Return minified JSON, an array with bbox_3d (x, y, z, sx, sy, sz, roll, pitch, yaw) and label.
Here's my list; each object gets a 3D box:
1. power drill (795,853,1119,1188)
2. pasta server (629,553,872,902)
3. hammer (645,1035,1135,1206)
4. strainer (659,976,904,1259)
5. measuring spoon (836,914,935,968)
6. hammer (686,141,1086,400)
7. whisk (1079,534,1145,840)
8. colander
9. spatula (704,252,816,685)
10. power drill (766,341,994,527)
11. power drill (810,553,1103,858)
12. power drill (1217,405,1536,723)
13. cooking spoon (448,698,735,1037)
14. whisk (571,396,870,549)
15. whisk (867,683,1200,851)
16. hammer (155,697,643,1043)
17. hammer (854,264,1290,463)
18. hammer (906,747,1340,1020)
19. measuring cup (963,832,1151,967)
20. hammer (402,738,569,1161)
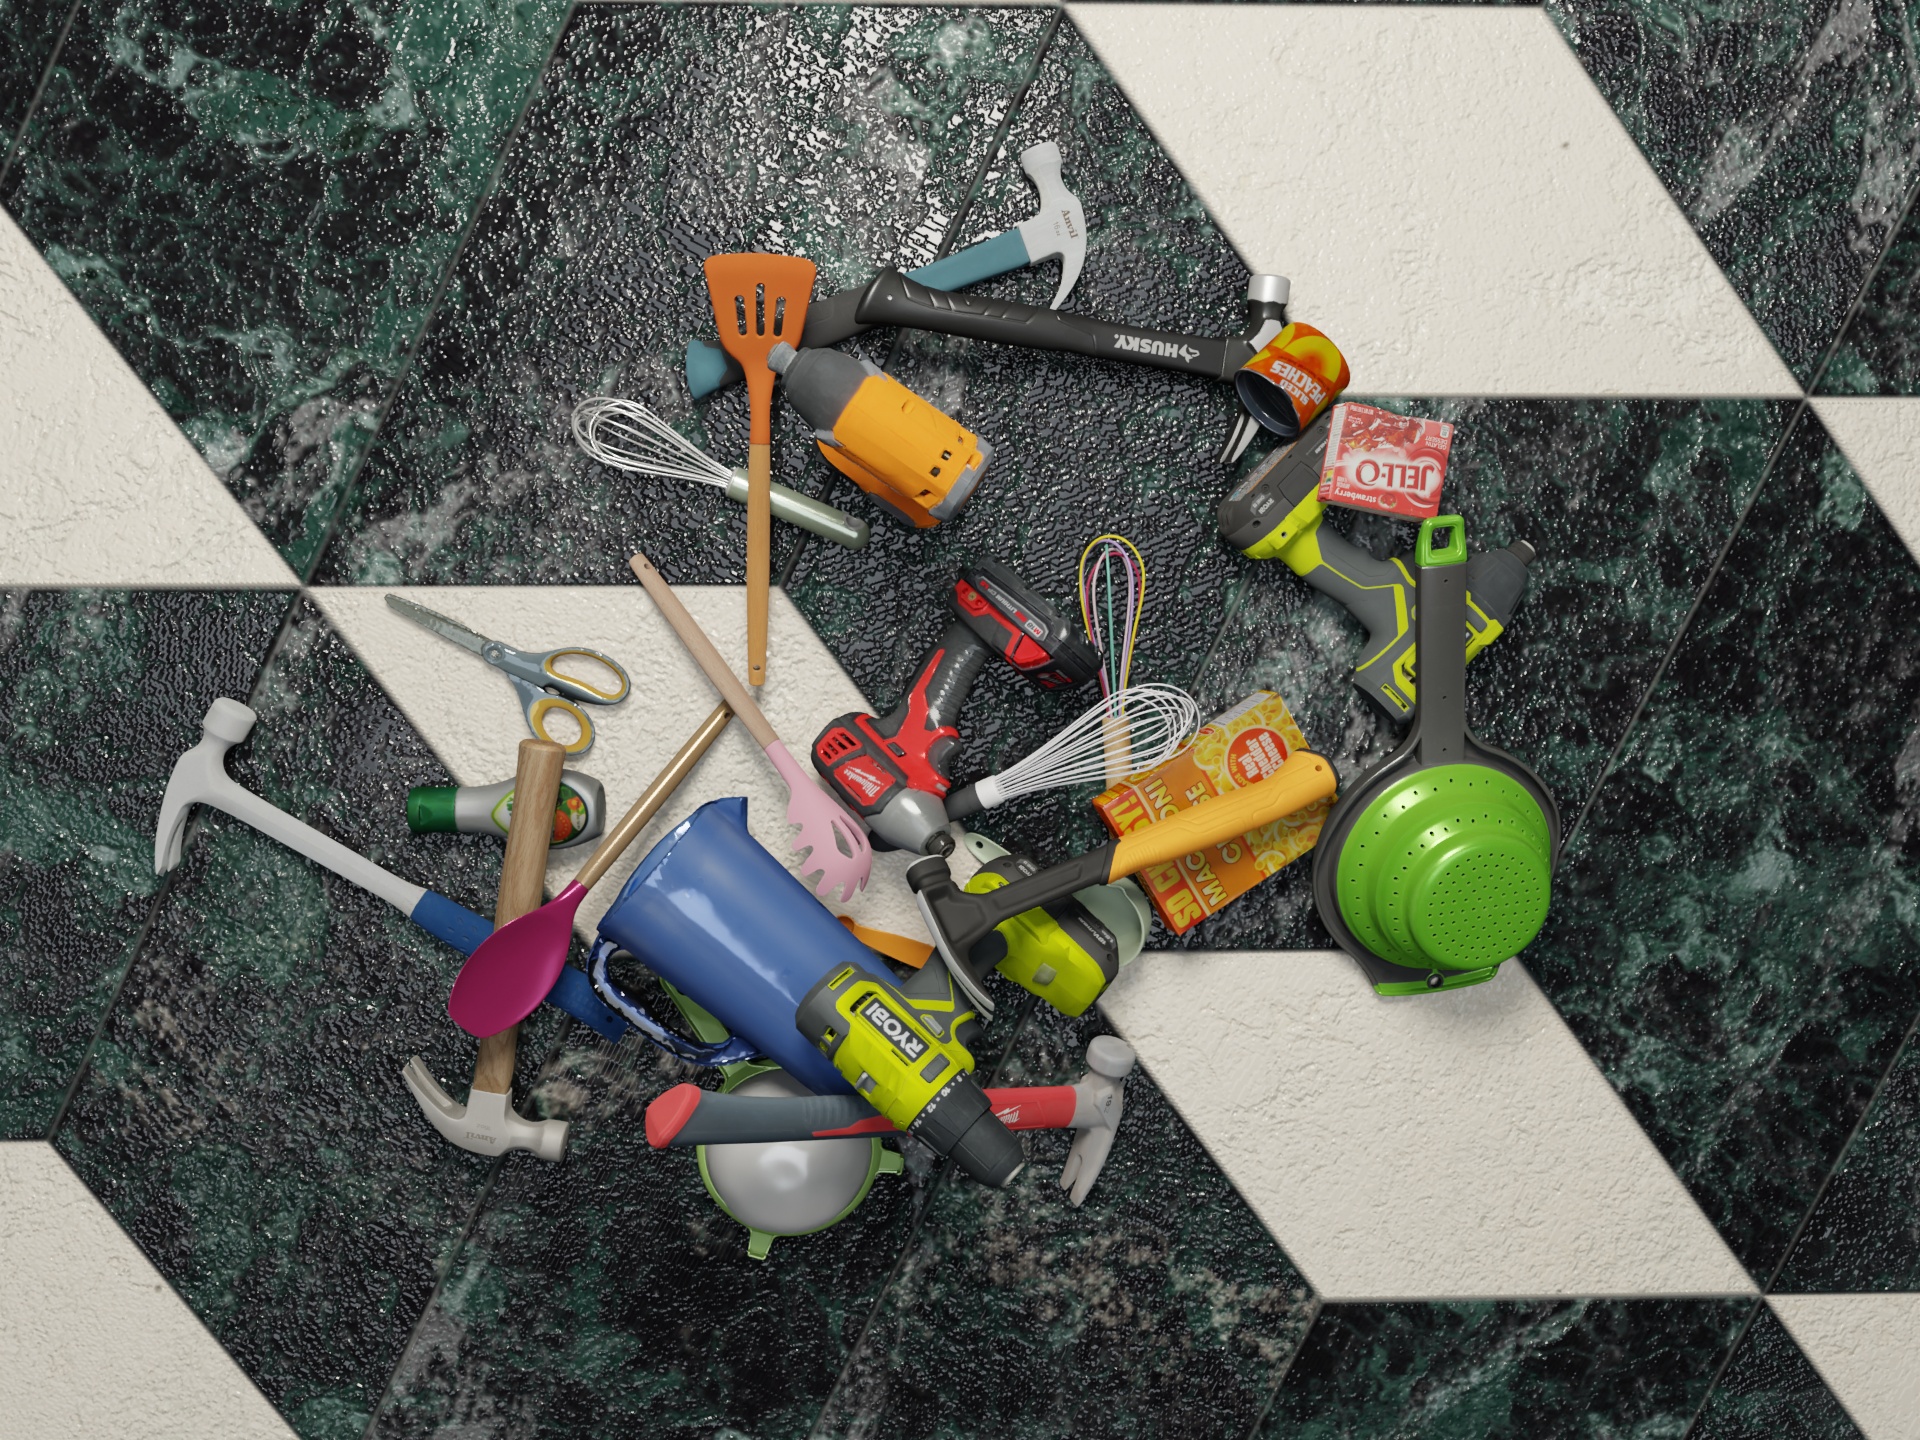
[{"bbox_3d":[0.016,0.218,1.175,0.191,0.228,0.080,41,137,13],"label":"power drill"},{"bbox_3d":[-0.166,0.001,1.234,0.316,0.060,0.040,53,133,7],"label":"pasta server"},{"bbox_3d":[-0.049,0.309,1.194,0.386,0.038,0.143,5,110,-29],"label":"hammer"},{"bbox_3d":[-0.167,0.306,1.265,0.151,0.069,0.256,-32,97,2],"label":"strainer"},{"bbox_3d":[-0.049,0.183,1.288,0.117,0.011,0.021,21,93,-7],"label":"measuring spoon"},{"bbox_3d":[-0.059,-0.326,1.227,0.331,0.033,0.128,-21,95,1],"label":"hammer"},{"bbox_3d":[0.125,-0.024,1.256,0.047,0.051,0.245,-5,99,-7],"label":"whisk"},{"bbox_3d":[0.375,0.048,1.197,0.204,0.095,0.397,-7,109,-5],"label":"colander"},{"bbox_3d":[-0.152,-0.183,1.196,0.081,0.041,0.322,1,103,-7],"label":"spatula"},{"bbox_3d":[-0.060,-0.207,1.140,0.164,0.226,0.084,34,94,-4],"label":"power drill"},{"bbox_3d":[-0.002,-0.004,1.213,0.219,0.078,0.143,-48,60,4],"label":"power drill"},{"bbox_3d":[0.325,-0.131,1.236,0.223,0.080,0.171,43,92,-8],"label":"power drill"},{"bbox_3d":[-0.273,0.106,1.218,0.319,0.017,0.068,-52,122,-16],"label":"cooking spoon"},{"bbox_3d":[-0.185,-0.188,1.234,0.246,0.058,0.059,23,129,-6],"label":"whisk"},{"bbox_3d":[0.051,0.043,1.235,0.284,0.070,0.070,-23,96,15],"label":"whisk"},{"bbox_3d":[-0.441,0.145,1.260,0.405,0.035,0.144,31,94,-4],"label":"hammer"},{"bbox_3d":[0.086,-0.286,1.202,0.334,0.035,0.146,6,97,-14],"label":"hammer"},{"bbox_3d":[0.136,0.103,1.180,0.337,0.034,0.127,-21,61,-14],"label":"hammer"},{"bbox_3d":[0.078,0.133,1.274,0.168,0.038,0.083,33,117,13],"label":"measuring cup"},{"bbox_3d":[-0.349,0.176,1.229,0.130,0.031,0.331,10,98,-2],"label":"hammer"}]
